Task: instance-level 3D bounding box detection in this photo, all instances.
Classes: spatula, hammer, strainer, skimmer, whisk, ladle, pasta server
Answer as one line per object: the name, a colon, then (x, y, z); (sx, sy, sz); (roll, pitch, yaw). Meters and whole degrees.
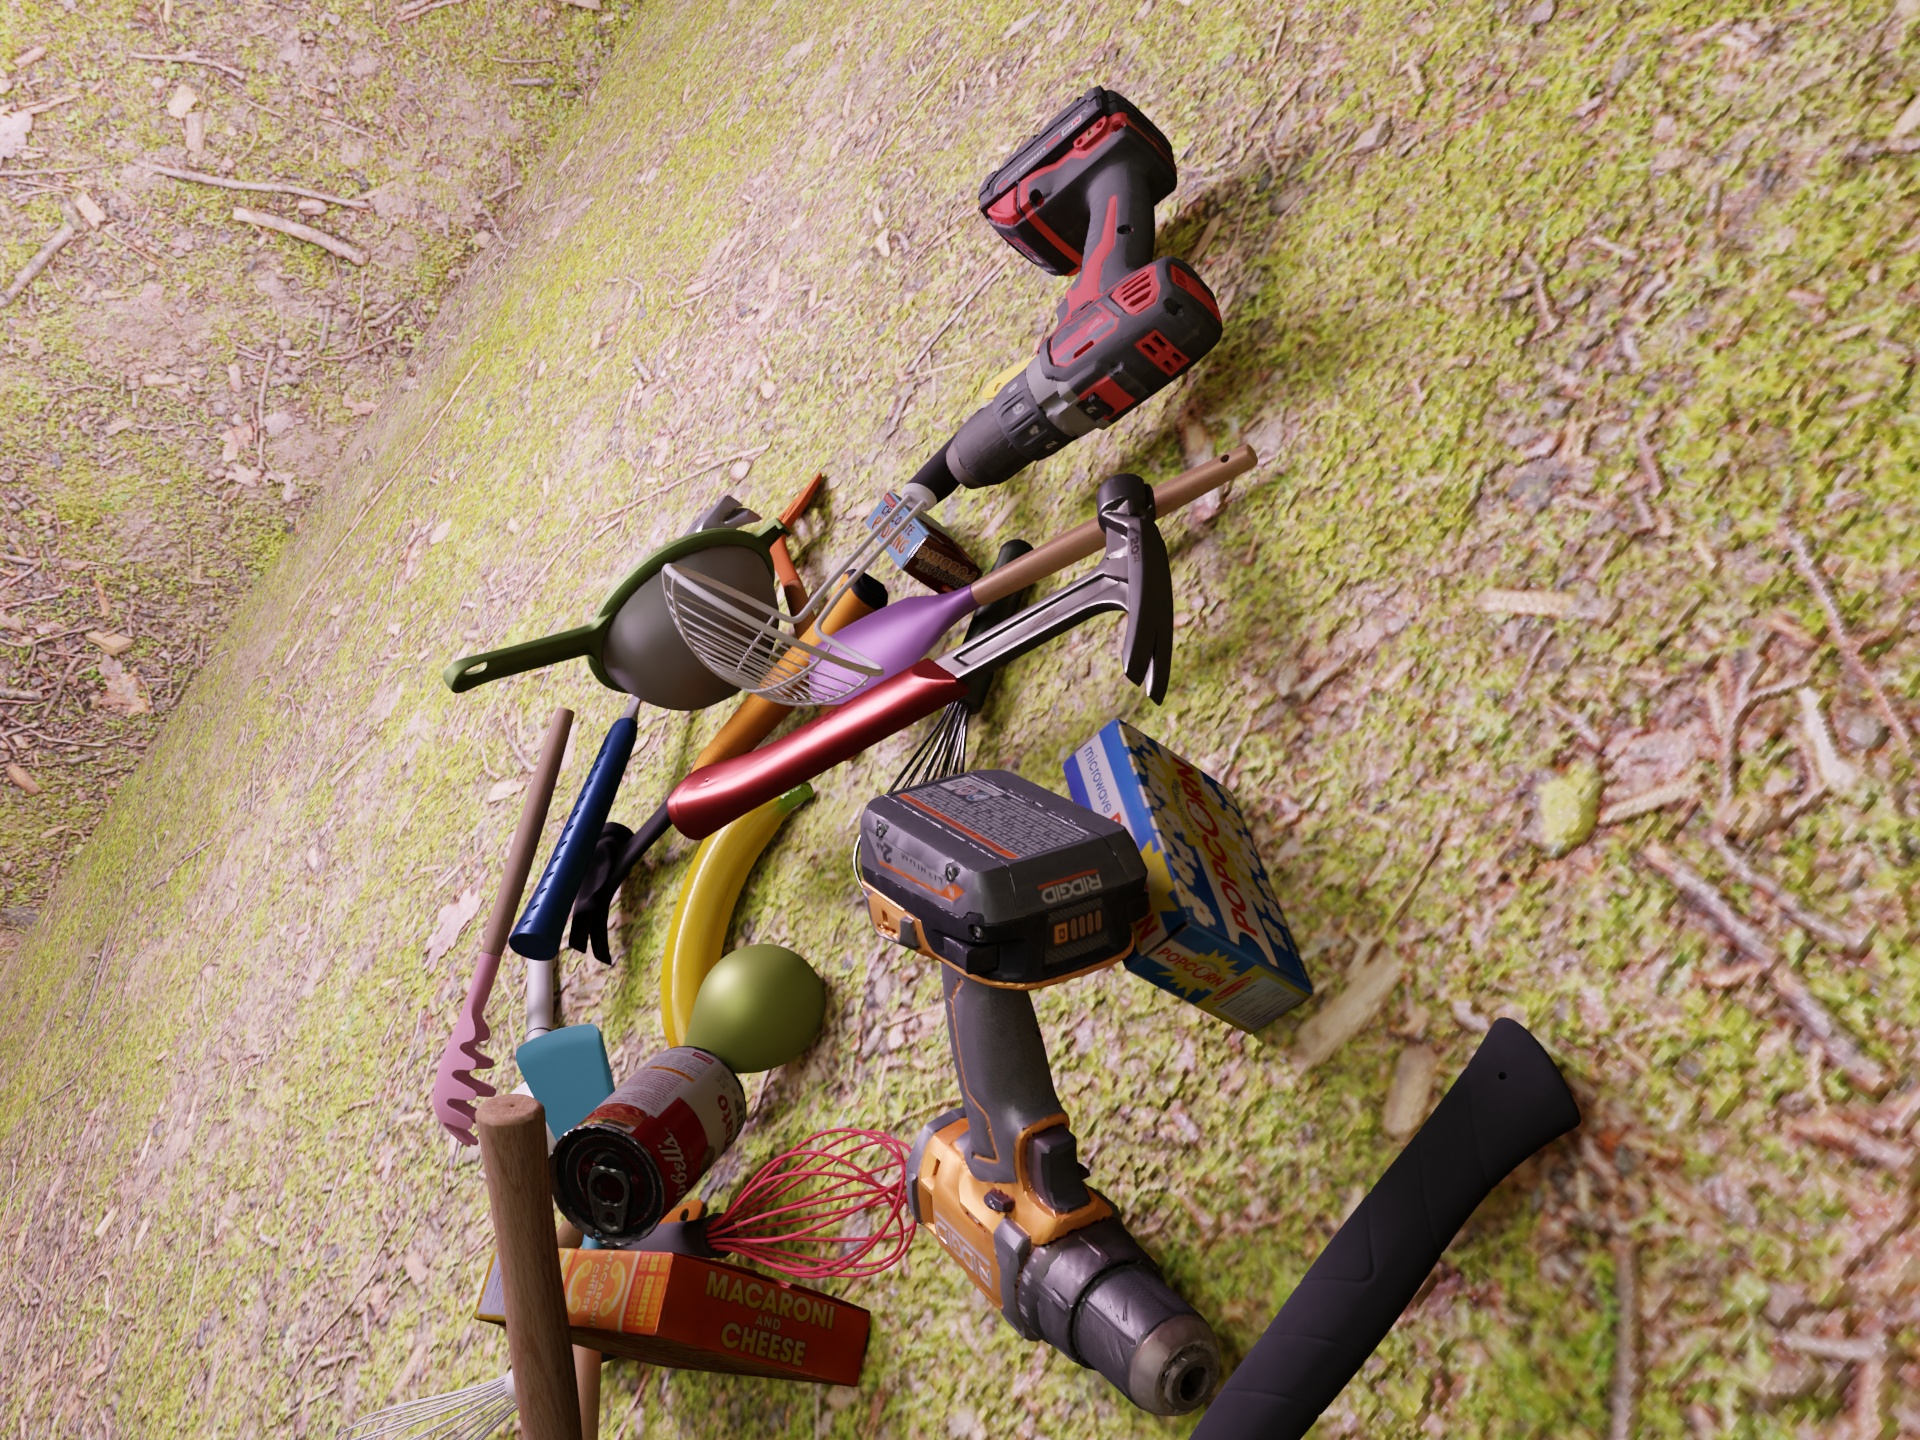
spatula: (-0.215, 0.330, 0.871); (0.082, 0.044, 0.318); (-22, 59, 36)
hammer: (-0.247, -0.007, 1.198); (0.144, 0.035, 0.406); (-31, 35, 45)
spatula: (-0.108, -0.078, 1.145); (0.081, 0.041, 0.323); (-44, 40, 20)
strainer: (-0.299, 0.233, 1.120); (0.087, 0.050, 0.259); (-59, 27, 24)
skimmer: (-0.044, -0.124, 0.934); (0.363, 0.127, 0.090); (-54, -13, -45)
strainer: (-0.215, -0.043, 1.068); (0.069, 0.256, 0.151); (48, 135, 24)
hammer: (-0.162, 0.026, 1.080); (0.337, 0.034, 0.127); (-46, 27, 25)
whisk: (-0.276, 0.404, 0.939); (0.284, 0.070, 0.070); (-36, 39, 20)
whisk: (-0.001, -0.003, 0.932); (0.059, 0.057, 0.246); (13, 66, 19)
hammer: (-0.187, 0.335, 0.736); (0.130, 0.031, 0.331); (4, 103, 42)
whisk: (-0.116, 0.268, 0.839); (0.296, 0.073, 0.073); (-29, 43, 42)
spatula: (0.031, -0.082, 0.922); (0.316, 0.018, 0.060); (-26, 52, 28)
hammer: (-0.035, -0.003, 0.896); (0.359, 0.036, 0.149); (-28, 40, 31)
ladle: (-0.188, 0.261, 0.961); (0.320, 0.062, 0.078); (-54, 50, 18)
pasta server: (-0.322, 0.143, 1.144); (0.060, 0.040, 0.316); (105, 179, -78)
hammer: (0.073, 0.262, 0.531); (0.409, 0.036, 0.149); (-47, 39, -13)

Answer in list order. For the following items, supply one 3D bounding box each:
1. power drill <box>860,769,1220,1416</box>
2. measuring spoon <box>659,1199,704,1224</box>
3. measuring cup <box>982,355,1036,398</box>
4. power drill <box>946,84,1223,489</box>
power drill: (0.033, 0.150, 0.641); (0.185, 0.084, 0.226); (24, 123, 58)
measuring spoon: (-0.191, 0.311, 0.940); (0.117, 0.011, 0.021); (-39, 38, 26)
measuring cup: (0.072, -0.228, 1.033); (0.156, 0.029, 0.062); (-10, 55, 51)
power drill: (0.063, -0.258, 0.976); (0.188, 0.080, 0.227); (-32, 44, 33)
